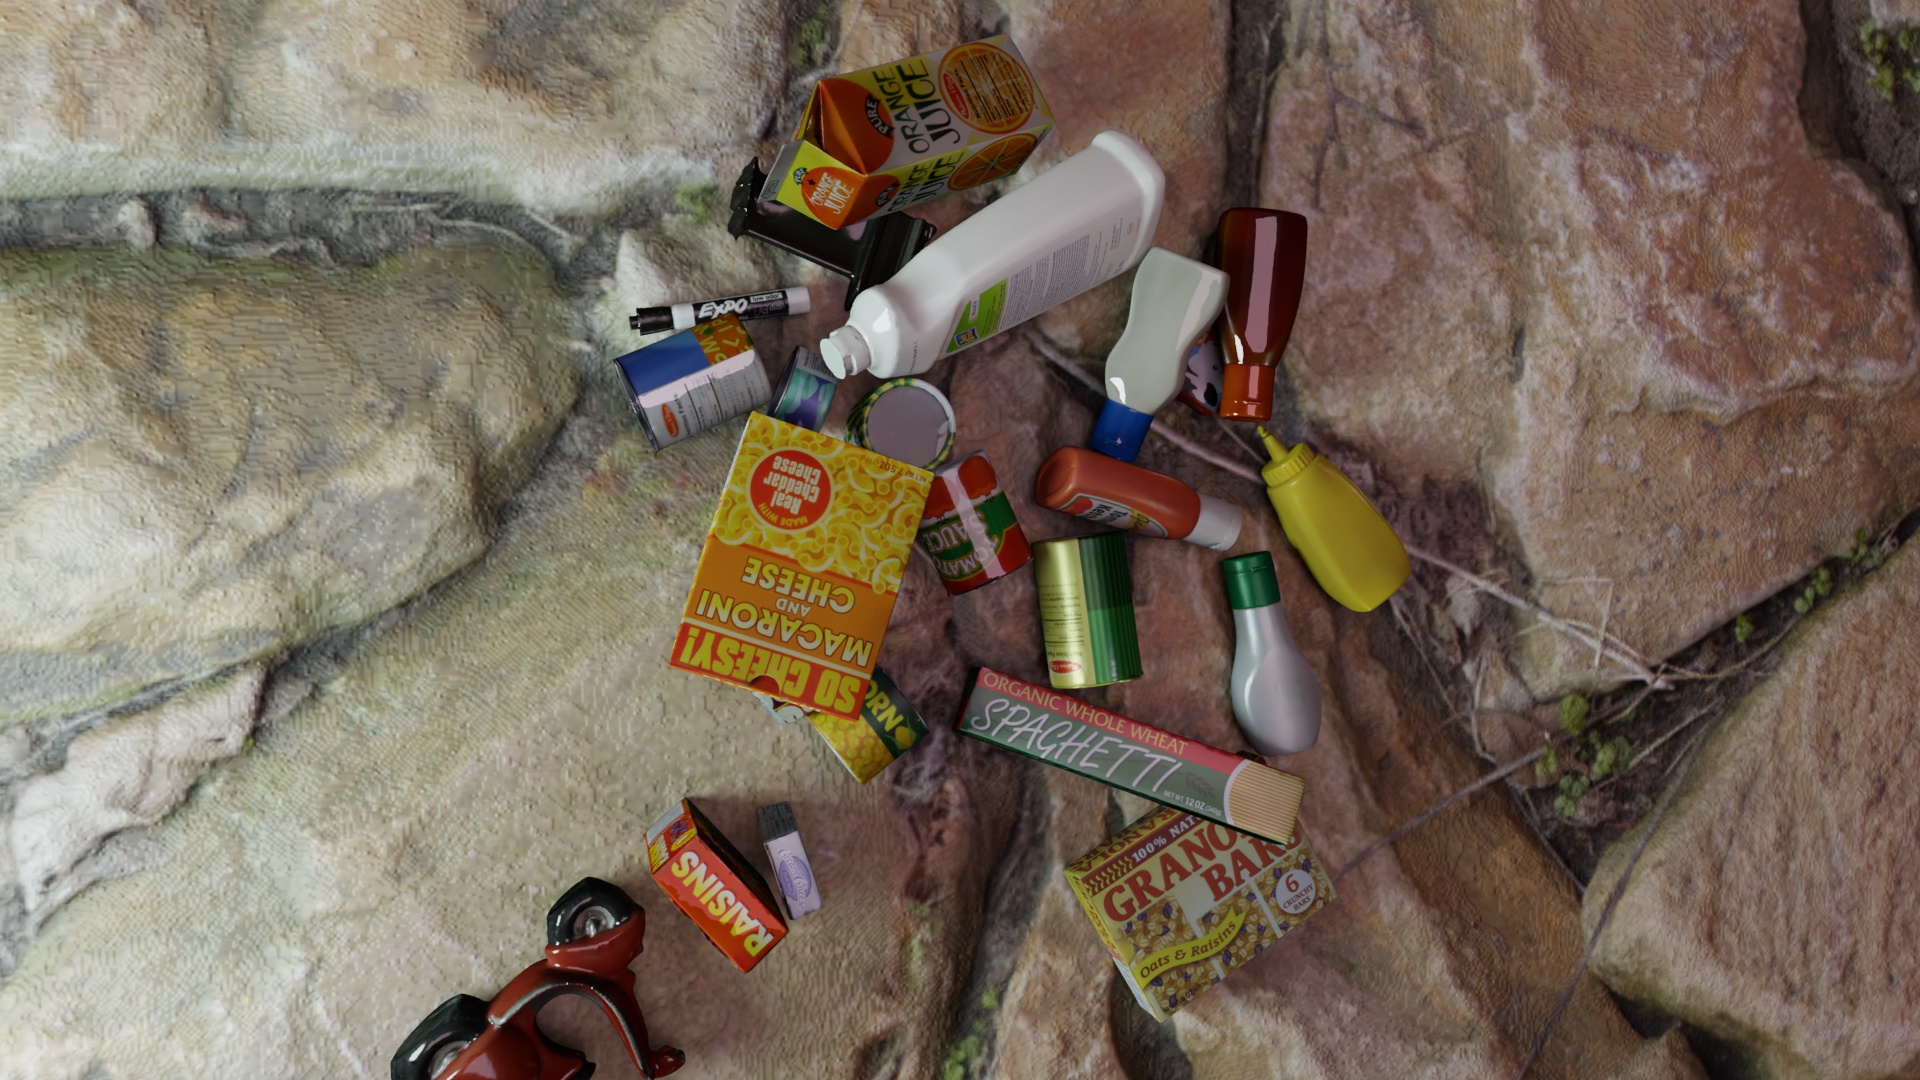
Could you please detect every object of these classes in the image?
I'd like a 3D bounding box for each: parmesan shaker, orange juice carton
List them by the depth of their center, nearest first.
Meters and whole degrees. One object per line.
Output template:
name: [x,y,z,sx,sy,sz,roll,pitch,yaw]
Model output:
orange juice carton: [-0.042,-0.266,0.916,0.193,0.071,0.073,-24,84,-26]
parmesan shaker: [0.091,0.047,0.975,0.071,0.071,0.103,-8,91,-14]

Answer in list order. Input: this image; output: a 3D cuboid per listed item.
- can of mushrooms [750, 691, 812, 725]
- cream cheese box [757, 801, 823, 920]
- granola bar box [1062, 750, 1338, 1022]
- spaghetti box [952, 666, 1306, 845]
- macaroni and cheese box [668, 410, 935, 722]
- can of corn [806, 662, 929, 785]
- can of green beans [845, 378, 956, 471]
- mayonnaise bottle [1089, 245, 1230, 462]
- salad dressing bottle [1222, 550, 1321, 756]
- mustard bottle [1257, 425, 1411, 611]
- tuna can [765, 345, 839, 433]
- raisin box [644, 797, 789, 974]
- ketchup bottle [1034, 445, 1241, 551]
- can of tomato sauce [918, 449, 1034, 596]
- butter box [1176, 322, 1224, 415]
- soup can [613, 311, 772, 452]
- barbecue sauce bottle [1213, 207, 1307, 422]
can of mushrooms: [-0.103,0.089,0.926,0.071,0.071,0.033,-40,100,-11]
cream cheese box: [-0.112,0.206,0.904,0.024,0.104,0.053,-19,94,-10]
granola bar box: [0.177,0.249,1.012,0.166,0.039,0.124,-31,97,-13]
spaghetti box: [0.119,0.151,0.977,0.250,0.028,0.050,20,77,-3]
macaroni and cheese box: [-0.100,0.017,0.877,0.124,0.040,0.166,18,81,-10]
can of corn: [-0.064,0.121,0.934,0.058,0.071,0.071,-38,99,-11]
can of green beans: [-0.041,-0.075,0.948,0.071,0.058,0.071,0,90,-14]
mayonnaise bottle: [0.135,-0.129,0.983,0.065,0.041,0.147,25,104,13]
salad dressing bottle: [0.226,0.083,1.024,0.064,0.044,0.147,-12,92,-14]
mustard bottle: [0.268,-0.023,1.033,0.065,0.049,0.160,-39,98,-11]
tuna can: [-0.107,-0.091,0.928,0.033,0.071,0.071,22,85,-14]
raisin box: [-0.158,0.216,0.882,0.040,0.123,0.086,-42,100,-11]
ketchup bottle: [0.131,-0.028,0.993,0.149,0.064,0.043,15,73,-22]
can of tomato sauce: [0.003,-0.012,0.953,0.071,0.071,0.083,-26,96,-13]
butter box: [0.187,-0.149,1.025,0.053,0.024,0.103,32,82,-12]
soup can: [-0.176,-0.106,0.911,0.084,0.071,0.071,-26,96,-14]
barbecue sauce bottle: [0.210,-0.160,0.995,0.065,0.043,0.148,5,89,-4]
